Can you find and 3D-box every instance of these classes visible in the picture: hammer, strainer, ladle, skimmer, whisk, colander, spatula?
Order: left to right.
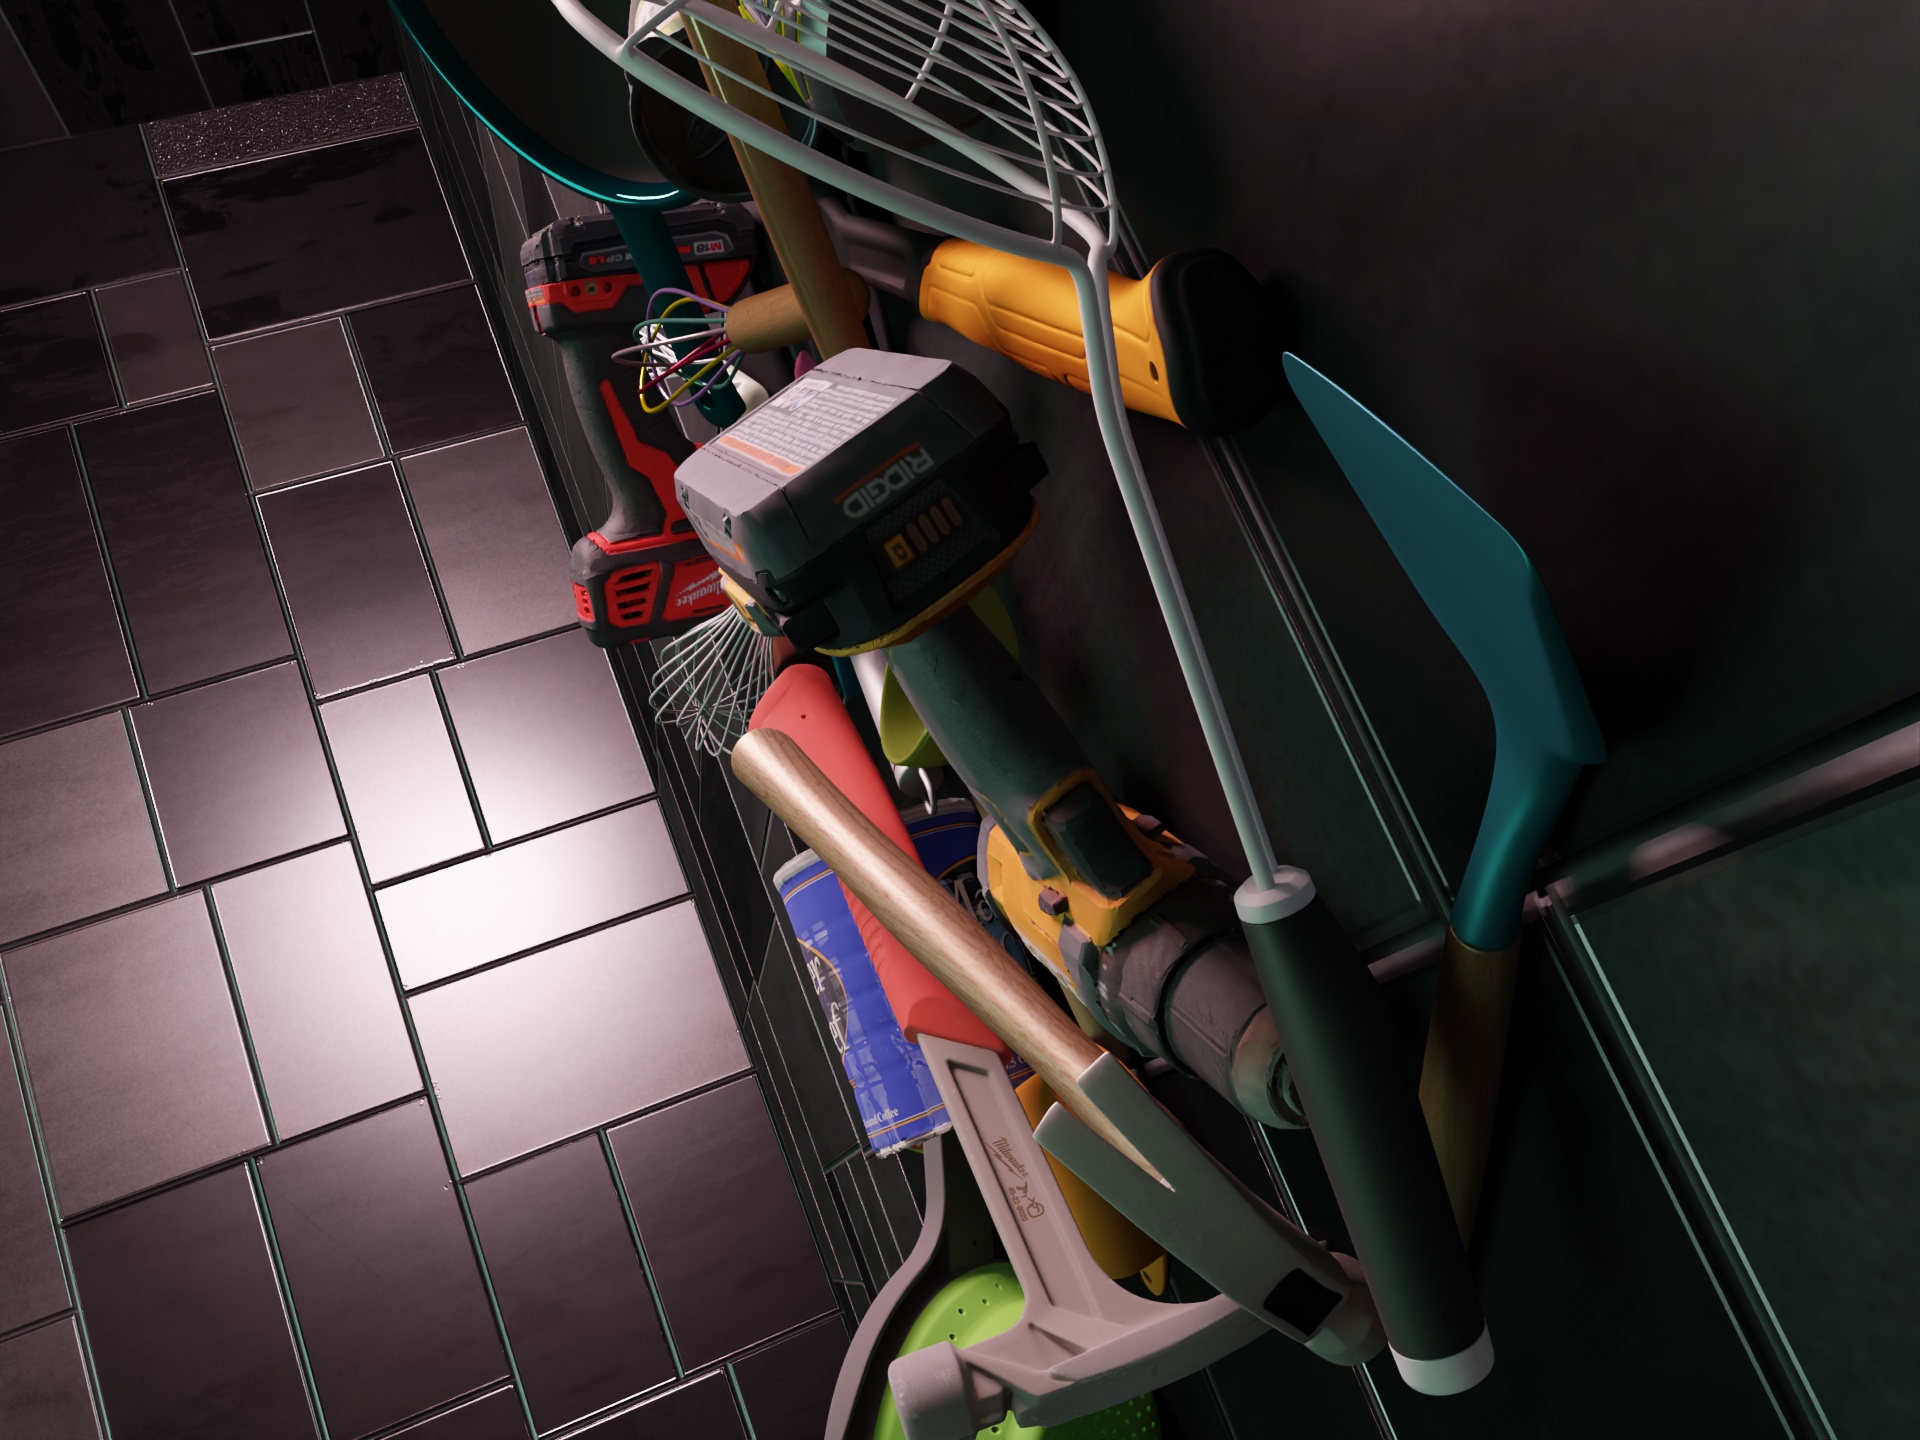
[{"bbox_3d":[-0.134,-0.285,0.700,0.211,0.095,0.340,21,149,30],"label":"strainer"},{"bbox_3d":[-0.168,-0.225,1.006,0.059,0.058,0.247,40,-178,-35],"label":"whisk"},{"bbox_3d":[-0.093,-0.155,0.653,0.051,0.047,0.245,45,166,-24],"label":"whisk"},{"bbox_3d":[-0.101,-0.046,0.756,0.070,0.070,0.284,69,157,10],"label":"whisk"},{"bbox_3d":[-0.049,-0.116,0.517,0.078,0.062,0.319,-109,-3,-57],"label":"ladle"},{"bbox_3d":[-0.042,-0.038,0.717,0.259,0.050,0.086,-114,24,-51],"label":"strainer"},{"bbox_3d":[-0.005,0.097,0.631,0.360,0.149,0.036,-118,16,-44],"label":"hammer"},{"bbox_3d":[0.004,-0.132,0.515,0.337,0.034,0.127,-136,32,-60],"label":"hammer"},{"bbox_3d":[0.005,0.086,0.553,0.332,0.031,0.129,39,177,45],"label":"hammer"},{"bbox_3d":[0.029,0.283,0.799,0.094,0.204,0.397,-9,82,41],"label":"colander"},{"bbox_3d":[0.023,-0.011,0.358,0.127,0.090,0.363,-36,-74,-63],"label":"skimmer"},{"bbox_3d":[0.108,0.067,0.367,0.082,0.044,0.317,-119,17,-50],"label":"spatula"}]

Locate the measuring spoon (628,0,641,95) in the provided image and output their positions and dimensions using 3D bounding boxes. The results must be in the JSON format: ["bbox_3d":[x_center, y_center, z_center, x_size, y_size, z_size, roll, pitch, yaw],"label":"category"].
[{"bbox_3d":[-0.117,-0.265,0.586,0.034,0.018,0.124,36,153,4],"label":"measuring spoon"}]

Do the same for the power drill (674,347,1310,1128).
[{"bbox_3d":[0.022,0.010,0.459,0.226,0.084,0.185,56,172,-24],"label":"power drill"}]

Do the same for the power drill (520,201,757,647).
[{"bbox_3d":[-0.149,-0.156,0.849,0.079,0.143,0.219,-155,55,-64],"label":"power drill"}]

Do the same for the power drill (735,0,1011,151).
[{"bbox_3d":[-0.049,-0.296,0.436,0.191,0.080,0.228,-117,15,-45],"label":"power drill"}]

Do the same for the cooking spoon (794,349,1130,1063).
[{"bbox_3d":[-0.001,-0.002,0.651,0.319,0.017,0.069,65,167,-3],"label":"cooking spoon"}]

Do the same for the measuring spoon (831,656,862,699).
[{"bbox_3d":[-0.070,-0.061,0.908,0.129,0.021,0.042,-111,6,-47],"label":"measuring spoon"}]

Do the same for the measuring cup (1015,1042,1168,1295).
[{"bbox_3d":[0.059,0.210,0.668,0.095,0.052,0.173,42,153,41],"label":"measuring cup"}]
